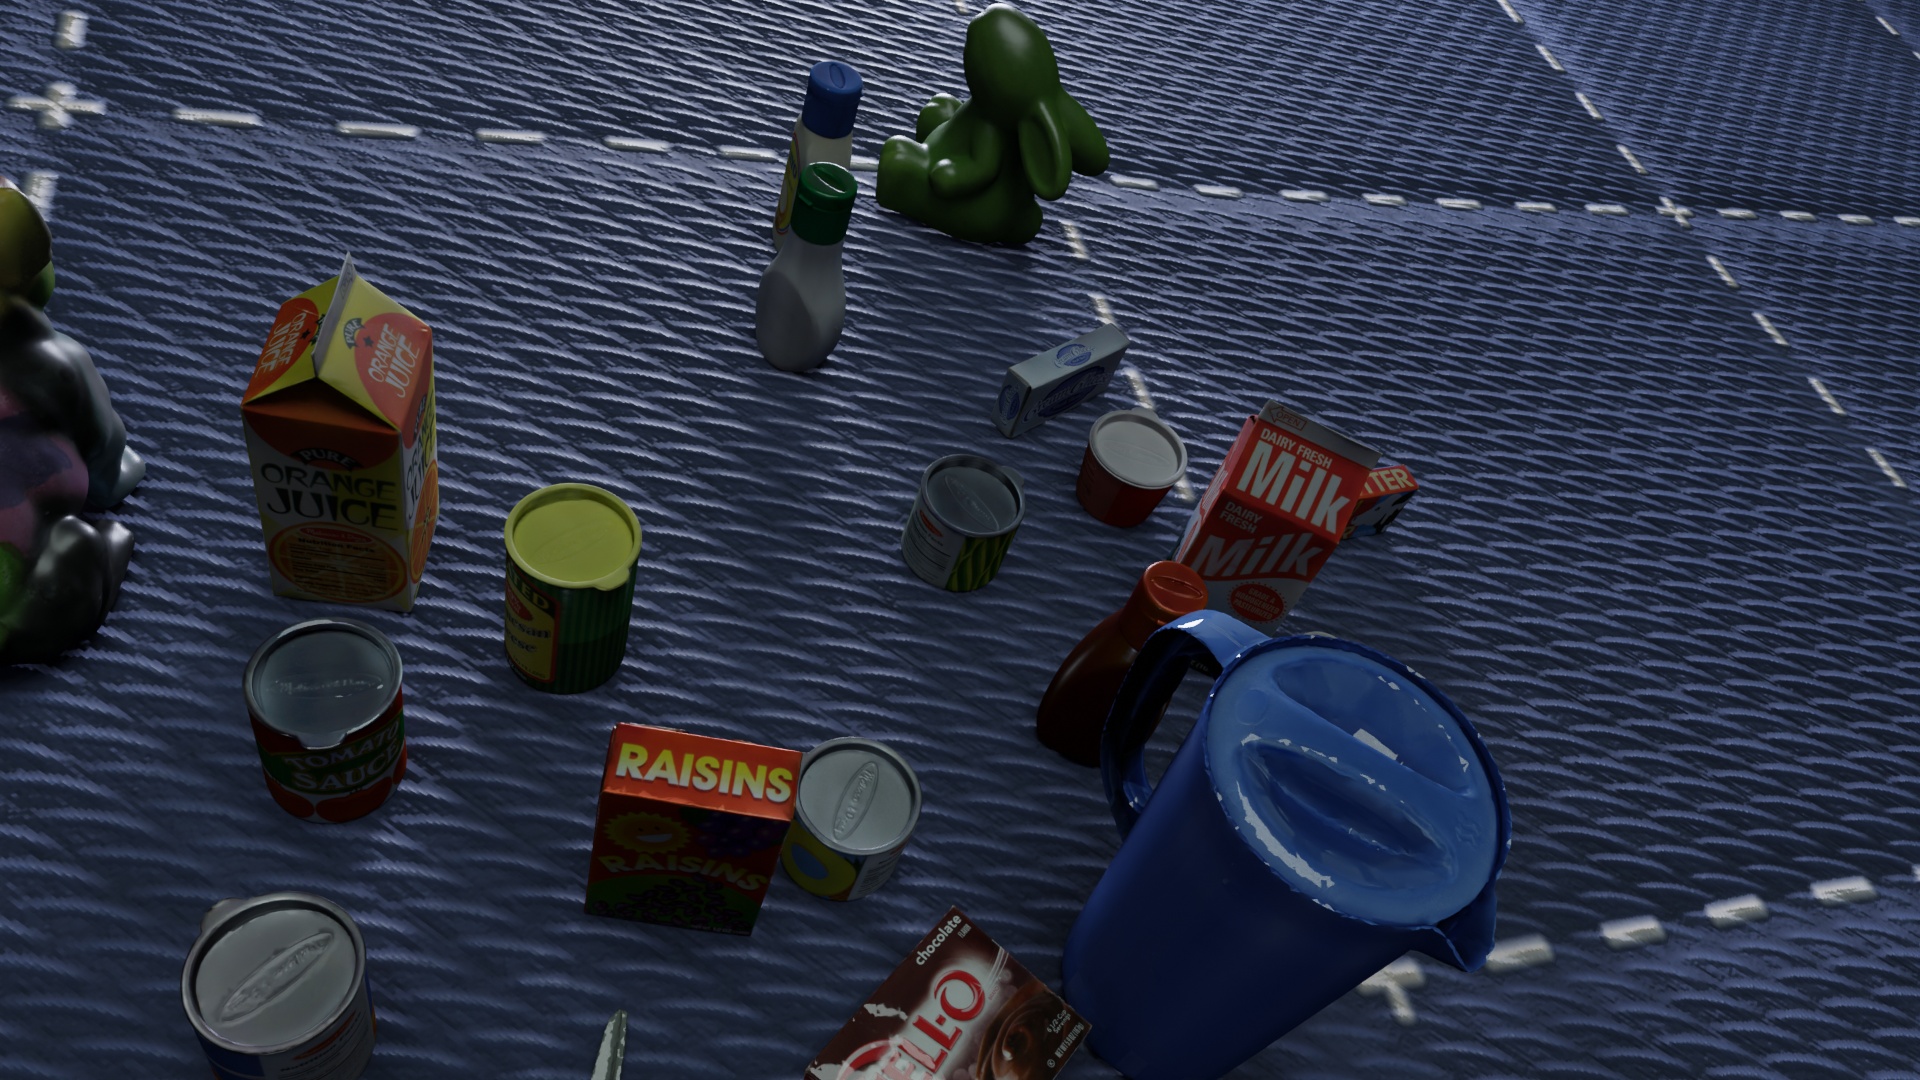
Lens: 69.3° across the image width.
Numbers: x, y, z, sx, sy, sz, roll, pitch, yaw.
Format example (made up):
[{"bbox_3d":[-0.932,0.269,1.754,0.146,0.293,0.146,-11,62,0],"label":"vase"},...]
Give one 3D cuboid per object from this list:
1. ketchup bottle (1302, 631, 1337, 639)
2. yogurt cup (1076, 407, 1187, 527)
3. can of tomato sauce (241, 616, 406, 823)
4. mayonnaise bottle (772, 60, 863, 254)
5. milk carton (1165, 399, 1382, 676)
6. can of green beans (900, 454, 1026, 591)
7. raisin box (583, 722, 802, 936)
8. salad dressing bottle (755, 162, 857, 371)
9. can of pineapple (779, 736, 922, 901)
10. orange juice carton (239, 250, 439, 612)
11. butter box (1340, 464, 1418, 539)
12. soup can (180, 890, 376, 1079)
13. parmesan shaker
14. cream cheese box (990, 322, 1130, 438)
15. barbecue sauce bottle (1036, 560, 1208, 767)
[{"bbox_3d":[0.168,0.106,0.762,0.065,0.148,0.044,44,52,18],"label":"ketchup bottle"},{"bbox_3d":[0.111,-0.046,0.933,0.072,0.053,0.073,10,49,-11],"label":"yogurt cup"},{"bbox_3d":[-0.299,0.088,0.661,0.071,0.082,0.071,10,49,-11],"label":"can of tomato sauce"},{"bbox_3d":[-0.101,-0.265,0.979,0.041,0.147,0.065,-1,52,-19],"label":"mayonnaise bottle"},{"bbox_3d":[0.176,-0.003,0.828,0.072,0.189,0.074,25,48,3],"label":"milk carton"},{"bbox_3d":[0.001,-0.010,0.863,0.071,0.057,0.071,10,49,-11],"label":"can of green beans"},{"bbox_3d":[-0.127,0.138,0.652,0.086,0.122,0.040,12,49,-10],"label":"raisin box"},{"bbox_3d":[-0.099,-0.176,0.907,0.064,0.146,0.044,42,51,17],"label":"salad dressing bottle"},{"bbox_3d":[-0.059,0.142,0.715,0.071,0.057,0.071,10,49,-11],"label":"can of pineapple"},{"bbox_3d":[-0.309,-0.050,0.699,0.073,0.191,0.072,8,50,-12],"label":"orange juice carton"},{"bbox_3d":[0.263,-0.023,0.966,0.104,0.052,0.024,-8,55,-24],"label":"butter box"},{"bbox_3d":[-0.283,0.193,0.579,0.071,0.083,0.072,10,49,-11],"label":"soup can"},{"bbox_3d":[-0.204,0.030,0.729,0.071,0.102,0.072,10,49,-11],"label":"parmesan shaker"},{"bbox_3d":[0.070,-0.112,0.974,0.104,0.053,0.024,-28,65,-35],"label":"cream cheese box"},{"bbox_3d":[0.092,0.070,0.766,0.065,0.147,0.044,18,48,-4],"label":"barbecue sauce bottle"}]
